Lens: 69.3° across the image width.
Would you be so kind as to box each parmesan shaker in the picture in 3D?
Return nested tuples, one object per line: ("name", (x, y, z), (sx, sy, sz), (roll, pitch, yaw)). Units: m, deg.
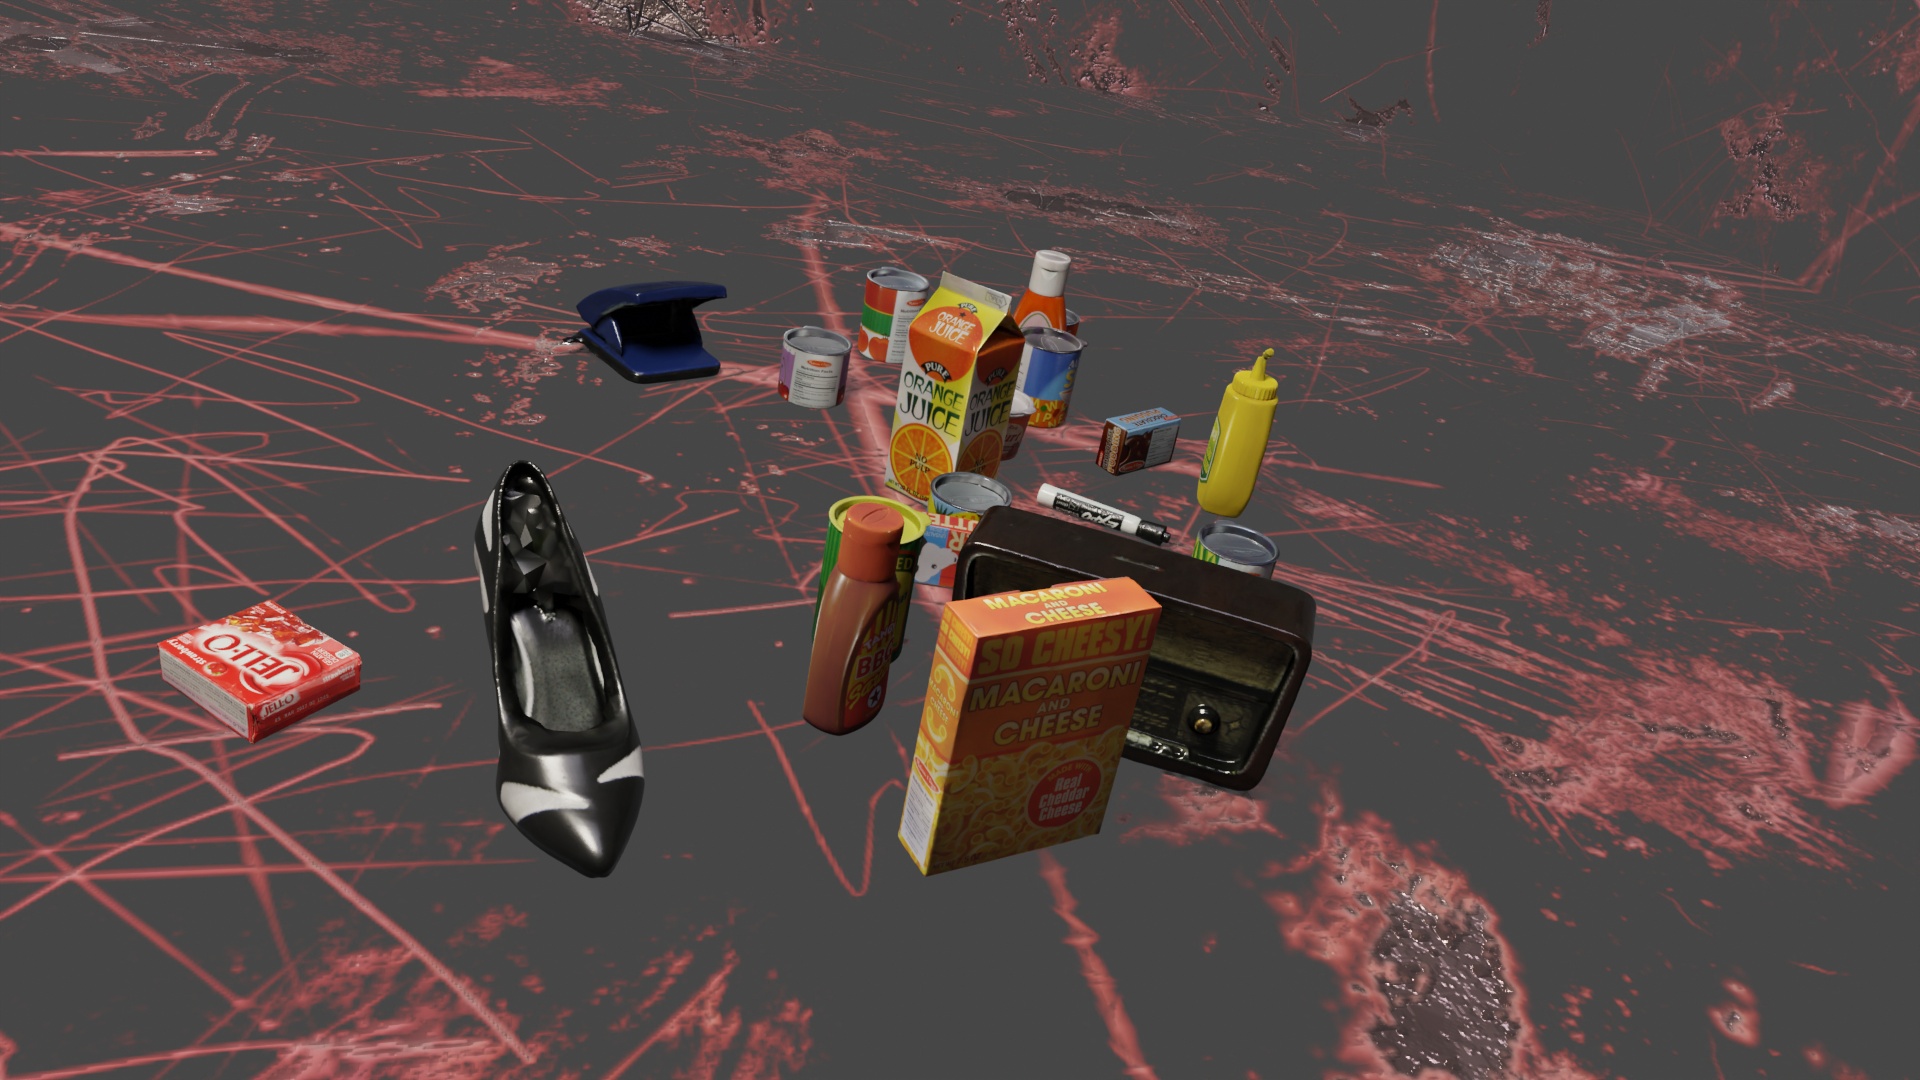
("parmesan shaker", (-0.062, 0.030, 0.961), (0.071, 0.102, 0.071), (9, 28, -5))

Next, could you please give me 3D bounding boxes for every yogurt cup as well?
("yogurt cup", (0.031, -0.110, 1.301), (0.072, 0.053, 0.073), (9, 28, -5))

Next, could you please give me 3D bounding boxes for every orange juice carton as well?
("orange juice carton", (-0.003, -0.126, 1.172), (0.072, 0.191, 0.073), (27, 32, 28))

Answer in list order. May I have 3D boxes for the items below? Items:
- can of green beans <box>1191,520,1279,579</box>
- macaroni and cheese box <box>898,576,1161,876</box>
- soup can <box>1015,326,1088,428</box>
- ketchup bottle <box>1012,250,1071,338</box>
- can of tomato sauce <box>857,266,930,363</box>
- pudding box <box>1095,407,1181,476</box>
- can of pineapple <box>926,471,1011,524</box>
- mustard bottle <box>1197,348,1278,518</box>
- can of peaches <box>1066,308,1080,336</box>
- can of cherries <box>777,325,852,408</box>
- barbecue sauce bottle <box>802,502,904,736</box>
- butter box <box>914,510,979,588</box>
("can of green beans", (0.216, 0.027, 1.113), (0.071, 0.057, 0.071), (9, 28, -5))
("macaroni and cheese box", (0.037, 0.105, 0.792), (0.124, 0.165, 0.040), (-7, 33, -30))
("soup can", (0.085, -0.162, 1.385), (0.071, 0.083, 0.072), (9, 28, -5))
("ketchup bottle", (0.081, -0.221, 1.422), (0.065, 0.148, 0.044), (14, 28, 5))
("can of tomato sauce", (-0.072, -0.238, 1.468), (0.071, 0.082, 0.071), (9, 28, -5))
("pudding box", (0.171, -0.095, 1.329), (0.084, 0.049, 0.030), (-16, 38, -40))
("can of pineapple", (0.004, -0.014, 1.112), (0.071, 0.057, 0.071), (9, 28, -5))
("mustard bottle", (0.254, -0.101, 1.253), (0.049, 0.159, 0.065), (11, 28, 0))
("can of peaches", (0.094, -0.221, 1.523), (0.071, 0.057, 0.071), (9, 28, -5))
("can of cherries", (-0.141, -0.167, 1.340), (0.071, 0.058, 0.072), (9, 28, -5))
("barbecue sauce bottle", (-0.065, 0.048, 0.878), (0.044, 0.147, 0.065), (23, 30, 22))
("butter box", (0.004, 0.011, 1.071), (0.103, 0.052, 0.024), (9, 28, -4))
